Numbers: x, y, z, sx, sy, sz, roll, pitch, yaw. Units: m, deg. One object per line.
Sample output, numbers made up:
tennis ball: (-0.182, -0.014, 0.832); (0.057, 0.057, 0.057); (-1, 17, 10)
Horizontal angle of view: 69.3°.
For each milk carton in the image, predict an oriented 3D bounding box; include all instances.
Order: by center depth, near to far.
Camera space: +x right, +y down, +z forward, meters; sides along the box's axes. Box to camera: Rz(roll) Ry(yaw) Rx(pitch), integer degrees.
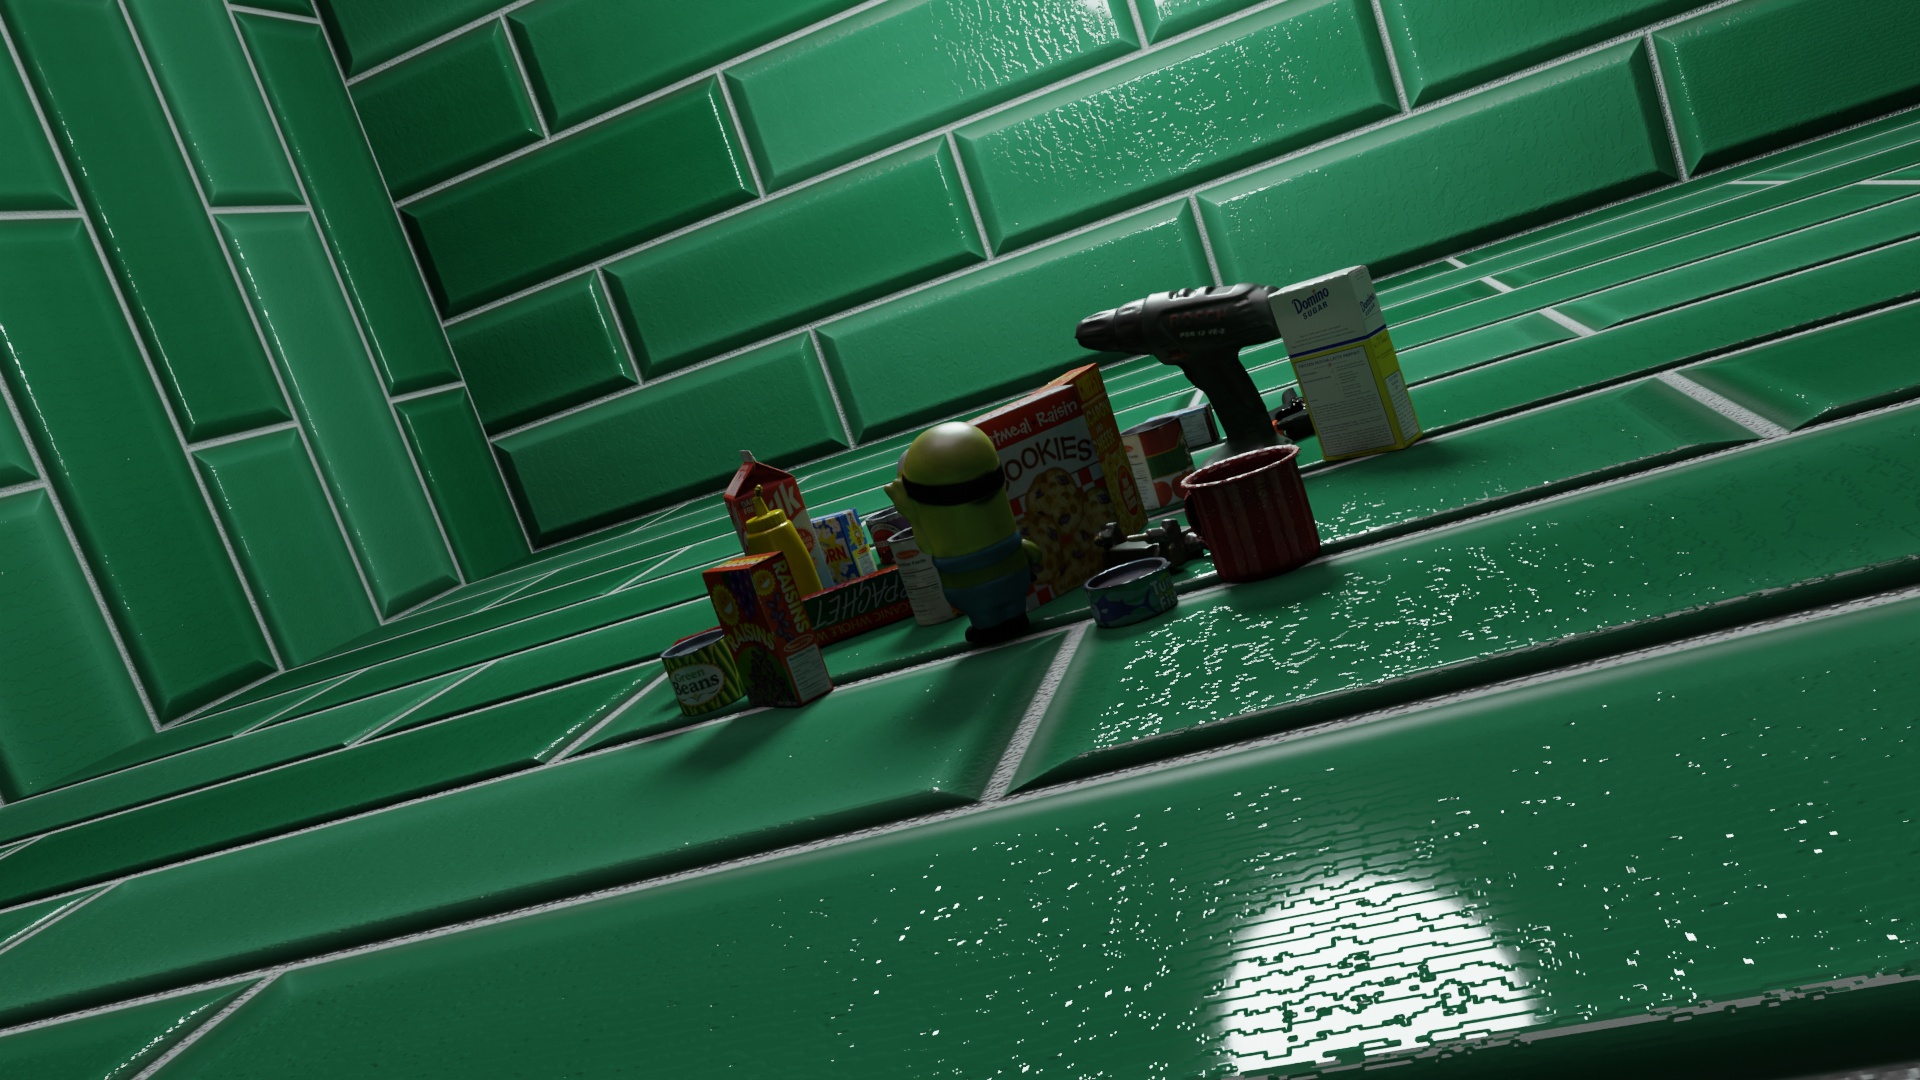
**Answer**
milk carton: (-0.202, -0.009, 1.516); (0.073, 0.190, 0.072); (-22, 9, -16)

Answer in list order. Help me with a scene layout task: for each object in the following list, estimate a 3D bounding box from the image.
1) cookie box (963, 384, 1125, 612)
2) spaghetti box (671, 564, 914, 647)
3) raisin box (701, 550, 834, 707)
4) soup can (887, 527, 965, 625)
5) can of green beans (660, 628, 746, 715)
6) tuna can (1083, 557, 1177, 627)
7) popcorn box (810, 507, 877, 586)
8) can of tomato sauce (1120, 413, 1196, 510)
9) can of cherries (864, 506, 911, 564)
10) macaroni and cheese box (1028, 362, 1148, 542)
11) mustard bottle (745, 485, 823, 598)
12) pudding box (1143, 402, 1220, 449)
cookie box: (0.068, -0.038, 1.209); (0.123, 0.167, 0.040); (-24, 10, -30)
spaghetti box: (-0.148, 0.080, 1.326); (0.250, 0.050, 0.029); (-19, 9, 0)
raisin box: (-0.160, 0.074, 1.154); (0.040, 0.123, 0.086); (-25, 11, -35)
soup can: (-0.020, 0.027, 1.273); (0.071, 0.083, 0.071); (-19, 9, 3)
can of green beans: (-0.227, 0.118, 1.242); (0.071, 0.057, 0.071); (-19, 9, 3)
tuna can: (0.131, 0.039, 1.052); (0.071, 0.032, 0.071); (-19, 9, 3)
popcorn box: (-0.165, 0.017, 1.619); (0.126, 0.085, 0.038); (-13, 11, 34)
can of tomato sauce: (0.209, -0.082, 1.442); (0.071, 0.083, 0.071); (-19, 9, 3)
can of cherries: (-0.076, -0.008, 1.671); (0.071, 0.058, 0.071); (-19, 9, 3)
macaroni and cheese box: (0.123, -0.076, 1.322); (0.040, 0.166, 0.124); (-15, 10, 25)
mustard bottle: (-0.181, 0.022, 1.389); (0.049, 0.160, 0.065); (-26, 11, -39)
pudding box: (0.277, -0.138, 1.741); (0.083, 0.049, 0.030); (-15, 10, 25)
